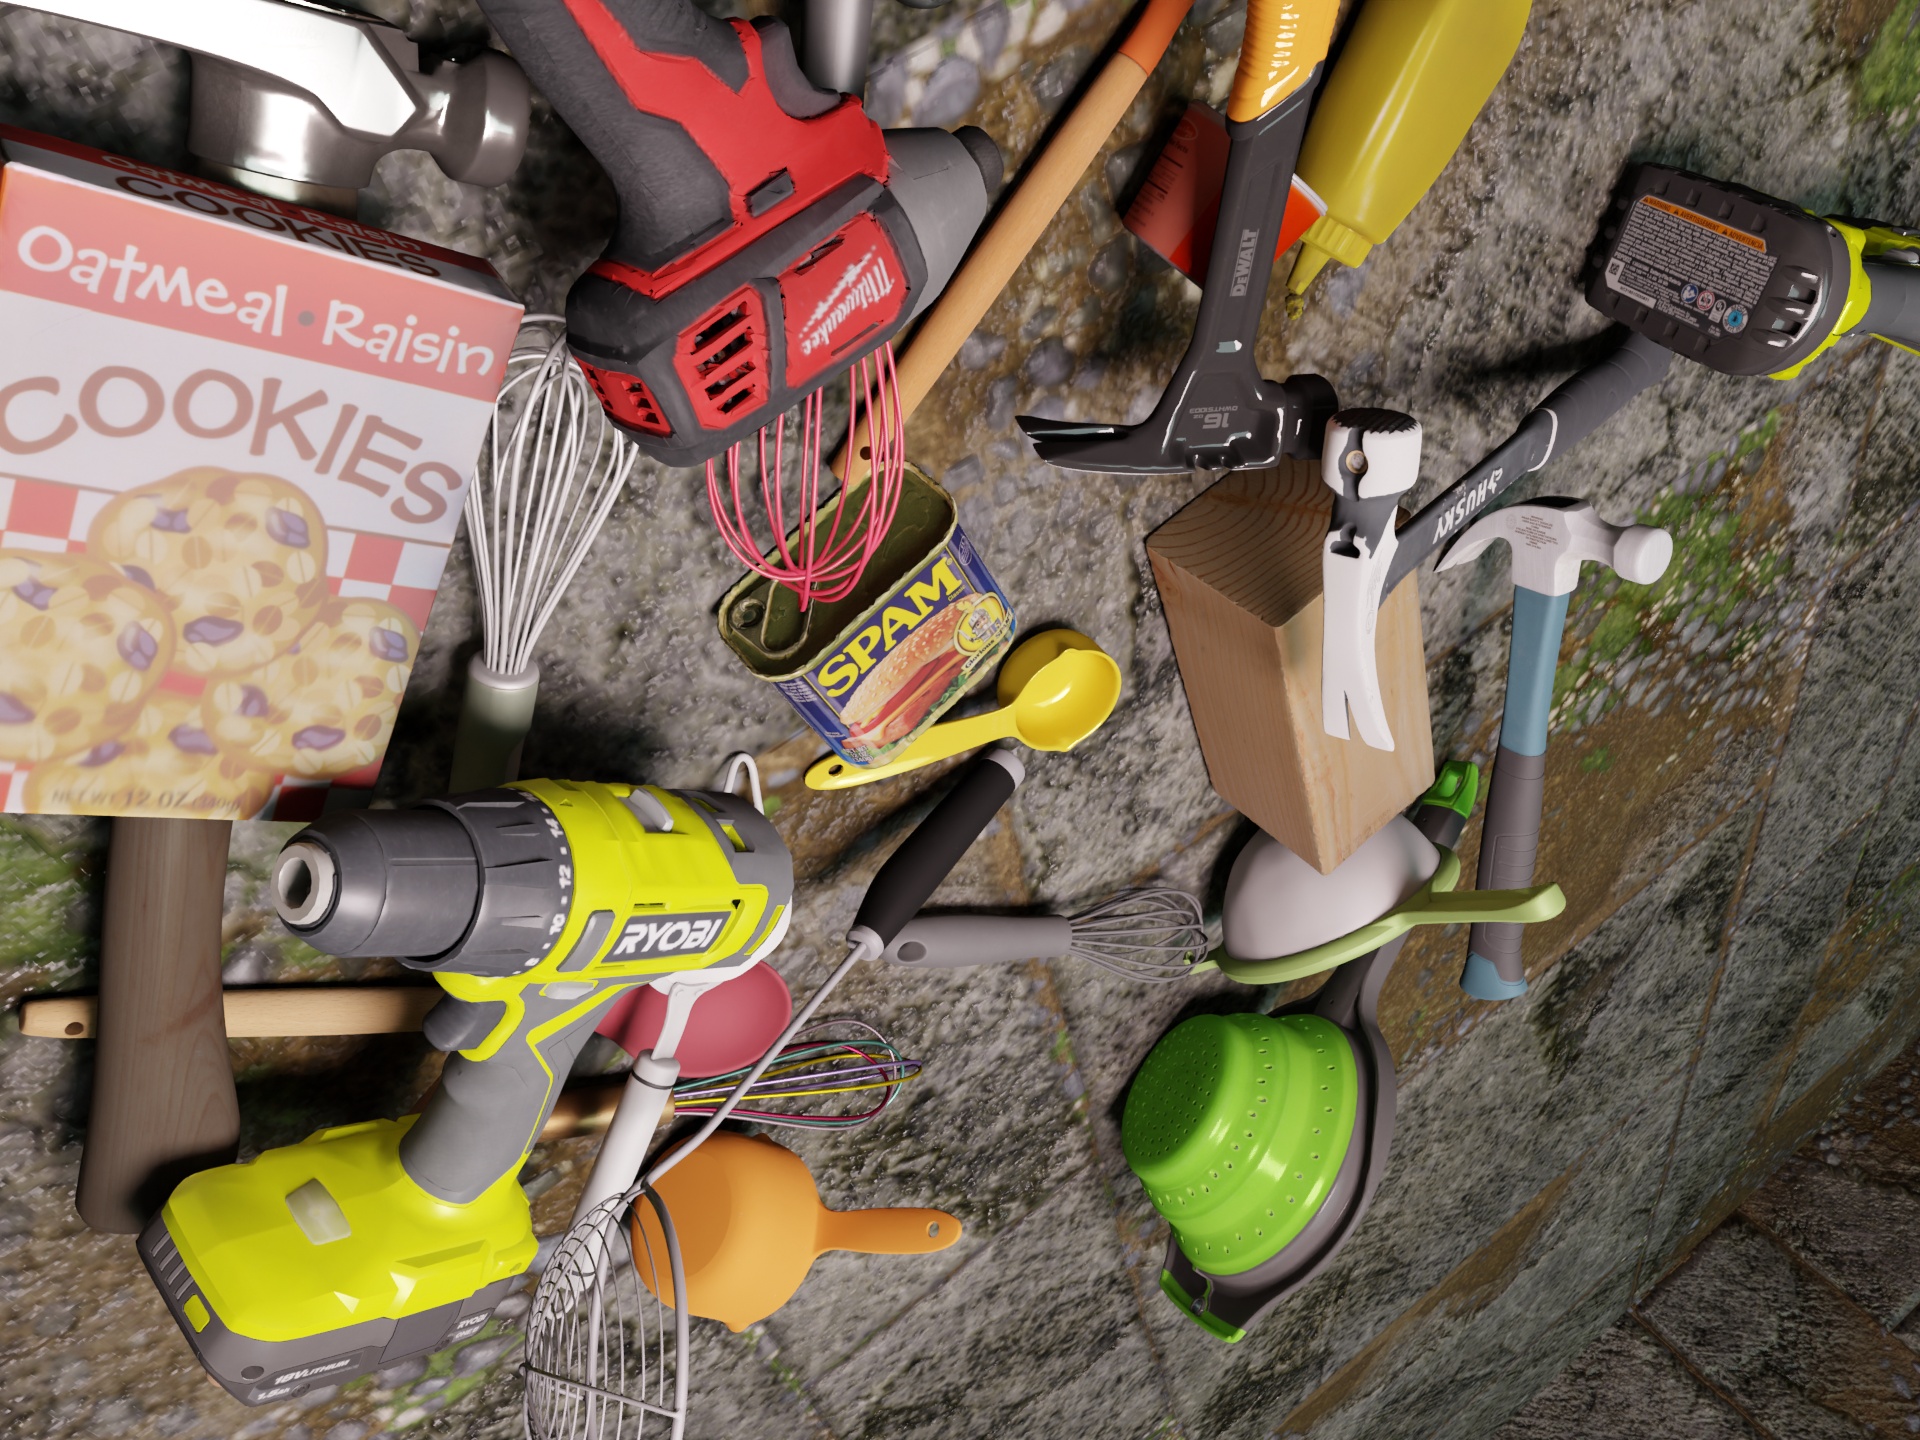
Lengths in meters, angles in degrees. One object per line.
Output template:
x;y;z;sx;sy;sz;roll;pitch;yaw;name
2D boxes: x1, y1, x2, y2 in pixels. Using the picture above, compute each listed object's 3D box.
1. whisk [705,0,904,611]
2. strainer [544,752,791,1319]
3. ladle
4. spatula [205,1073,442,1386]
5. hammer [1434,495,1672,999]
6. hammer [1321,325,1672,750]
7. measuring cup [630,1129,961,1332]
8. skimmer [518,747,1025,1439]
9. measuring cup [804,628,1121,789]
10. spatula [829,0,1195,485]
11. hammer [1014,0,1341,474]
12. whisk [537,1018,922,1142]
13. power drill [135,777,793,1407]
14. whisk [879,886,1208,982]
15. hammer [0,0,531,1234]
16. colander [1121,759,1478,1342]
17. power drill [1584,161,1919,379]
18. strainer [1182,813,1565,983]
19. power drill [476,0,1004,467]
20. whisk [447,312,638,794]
-0.045;-0.171;0.520;0.073;0.073;0.295;-14;125;-34;whisk
-0.123;0.141;0.673;0.086;0.050;0.258;13;102;-57;strainer
-0.202;0.118;0.641;0.315;0.031;0.069;9;111;-43;ladle
-0.210;0.154;0.635;0.059;0.018;0.316;31;104;-42;spatula
0.327;0.027;0.929;0.033;0.128;0.330;-20;122;-28;hammer
0.269;-0.124;0.762;0.409;0.036;0.149;-34;131;-44;hammer
-0.083;0.237;0.749;0.052;0.173;0.095;34;53;-47;measuring cup
-0.056;0.158;0.672;0.363;0.090;0.127;-50;-173;-33;skimmer
-0.001;-0.002;0.731;0.156;0.029;0.062;-17;133;-16;measuring cup
0.051;-0.217;0.578;0.081;0.041;0.322;31;102;-30;spatula
0.101;-0.232;0.525;0.127;0.034;0.336;-6;131;-16;hammer
-0.122;0.178;0.755;0.244;0.047;0.051;1;122;-37;whisk
-0.176;0.115;0.533;0.228;0.080;0.190;-55;152;15;power drill
0.050;0.118;0.856;0.238;0.055;0.055;5;118;-39;whisk
-0.241;-0.007;0.479;0.146;0.038;0.410;-1;119;-40;hammer
0.207;0.181;1.008;0.094;0.204;0.397;32;81;-16;colander
0.447;-0.233;0.837;0.223;0.171;0.080;-4;125;-30;power drill
0.225;0.081;0.874;0.151;0.256;0.069;-30;95;-22;strainer
-0.071;-0.192;0.419;0.143;0.079;0.219;-38;127;-19;power drill
-0.156;-0.025;0.551;0.059;0.058;0.246;14;122;-9;whisk
